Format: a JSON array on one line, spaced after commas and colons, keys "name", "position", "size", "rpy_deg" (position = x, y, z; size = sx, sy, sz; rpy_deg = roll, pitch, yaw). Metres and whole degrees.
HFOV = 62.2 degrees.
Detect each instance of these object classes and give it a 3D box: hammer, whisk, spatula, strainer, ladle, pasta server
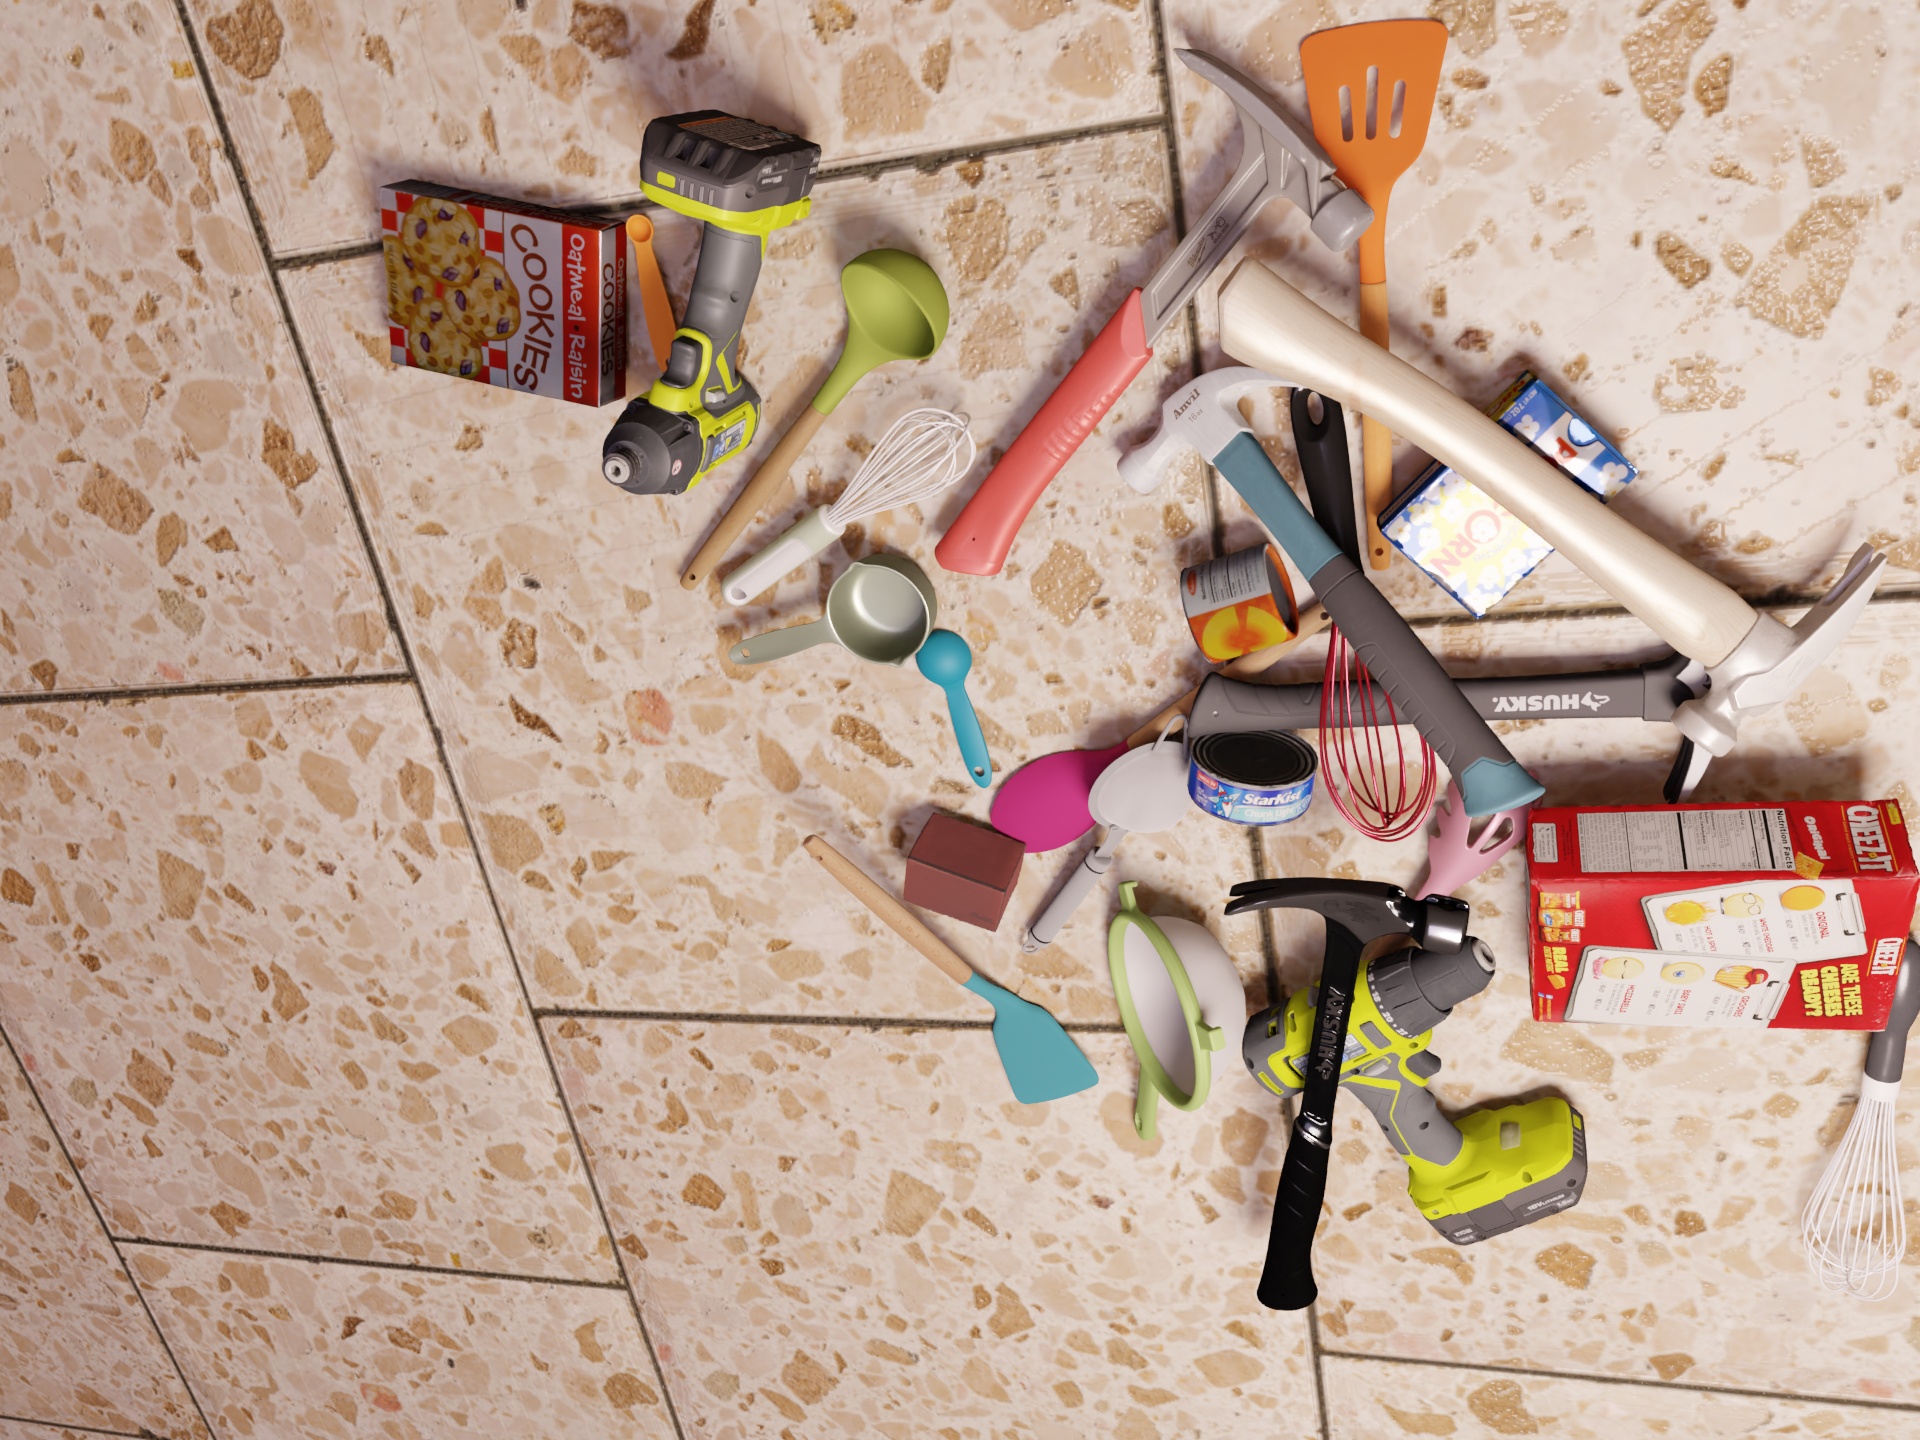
[{"name": "hammer", "position": [0.314, -0.008, 1.028], "size": [0.335, 0.035, 0.146], "rpy_deg": [-2, 112, 16]}, {"name": "whisk", "position": [0.241, -0.069, 0.984], "size": [0.073, 0.073, 0.296], "rpy_deg": [-10, 92, 22]}, {"name": "hammer", "position": [0.327, -0.144, 0.911], "size": [0.410, 0.038, 0.146], "rpy_deg": [33, 111, -7]}, {"name": "spatula", "position": [-0.013, 0.191, 1.221], "size": [0.082, 0.044, 0.317], "rpy_deg": [-25, 125, 33]}, {"name": "strainer", "position": [0.106, 0.098, 1.157], "size": [0.086, 0.050, 0.258], "rpy_deg": [6, 136, -28]}, {"name": "whisk", "position": [-0.083, -0.142, 1.098], "size": [0.246, 0.059, 0.057], "rpy_deg": [-31, 121, 34]}, {"name": "hammer", "position": [0.086, -0.227, 0.993], "size": [0.149, 0.037, 0.359], "rpy_deg": [48, 125, 10]}, {"name": "whisk", "position": [0.619, 0.273, 1.081], "size": [0.070, 0.070, 0.284], "rpy_deg": [3, 112, 17]}, {"name": "ladle", "position": [-0.114, -0.190, 1.078], "size": [0.078, 0.062, 0.320], "rpy_deg": [41, 124, -5]}, {"name": "hammer", "position": [0.243, 0.273, 1.110], "size": [0.149, 0.036, 0.408], "rpy_deg": [11, 124, 15]}, {"name": "spatula", "position": [0.249, -0.242, 0.951], "size": [0.081, 0.041, 0.322], "rpy_deg": [1, 121, 19]}, {"name": "hammer", "position": [0.225, -0.078, 0.943], "size": [0.128, 0.033, 0.331], "rpy_deg": [-46, 65, 31]}, {"name": "pasta server", "position": [0.310, 0.153, 1.135], "size": [0.060, 0.040, 0.316], "rpy_deg": [28, 126, 3]}, {"name": "strainer", "position": [0.169, 0.238, 1.197], "size": [0.069, 0.152, 0.256], "rpy_deg": [-16, 138, -14]}]

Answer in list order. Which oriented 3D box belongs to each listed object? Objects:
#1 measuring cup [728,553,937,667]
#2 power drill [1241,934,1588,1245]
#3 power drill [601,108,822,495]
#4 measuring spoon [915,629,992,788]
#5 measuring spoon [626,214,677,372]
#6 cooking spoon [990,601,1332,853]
[{"name": "measuring cup", "position": [-0.092, -0.071, 1.143], "size": [0.167, 0.038, 0.083], "rpy_deg": [-14, 111, 26]}, {"name": "power drill", "position": [0.341, 0.257, 1.131], "size": [0.190, 0.080, 0.228], "rpy_deg": [-35, 107, 33]}, {"name": "power drill", "position": [-0.163, -0.254, 0.995], "size": [0.080, 0.171, 0.223], "rpy_deg": [21, 118, 7]}, {"name": "measuring spoon", "position": [-0.002, -0.004, 1.155], "size": [0.042, 0.021, 0.128], "rpy_deg": [-9, 112, 22]}, {"name": "measuring spoon", "position": [-0.206, -0.287, 1.085], "size": [0.021, 0.011, 0.116], "rpy_deg": [1, 120, 17]}, {"name": "cooking spoon", "position": [0.140, 0.005, 1.116], "size": [0.068, 0.017, 0.319], "rpy_deg": [46, 121, -10]}]
